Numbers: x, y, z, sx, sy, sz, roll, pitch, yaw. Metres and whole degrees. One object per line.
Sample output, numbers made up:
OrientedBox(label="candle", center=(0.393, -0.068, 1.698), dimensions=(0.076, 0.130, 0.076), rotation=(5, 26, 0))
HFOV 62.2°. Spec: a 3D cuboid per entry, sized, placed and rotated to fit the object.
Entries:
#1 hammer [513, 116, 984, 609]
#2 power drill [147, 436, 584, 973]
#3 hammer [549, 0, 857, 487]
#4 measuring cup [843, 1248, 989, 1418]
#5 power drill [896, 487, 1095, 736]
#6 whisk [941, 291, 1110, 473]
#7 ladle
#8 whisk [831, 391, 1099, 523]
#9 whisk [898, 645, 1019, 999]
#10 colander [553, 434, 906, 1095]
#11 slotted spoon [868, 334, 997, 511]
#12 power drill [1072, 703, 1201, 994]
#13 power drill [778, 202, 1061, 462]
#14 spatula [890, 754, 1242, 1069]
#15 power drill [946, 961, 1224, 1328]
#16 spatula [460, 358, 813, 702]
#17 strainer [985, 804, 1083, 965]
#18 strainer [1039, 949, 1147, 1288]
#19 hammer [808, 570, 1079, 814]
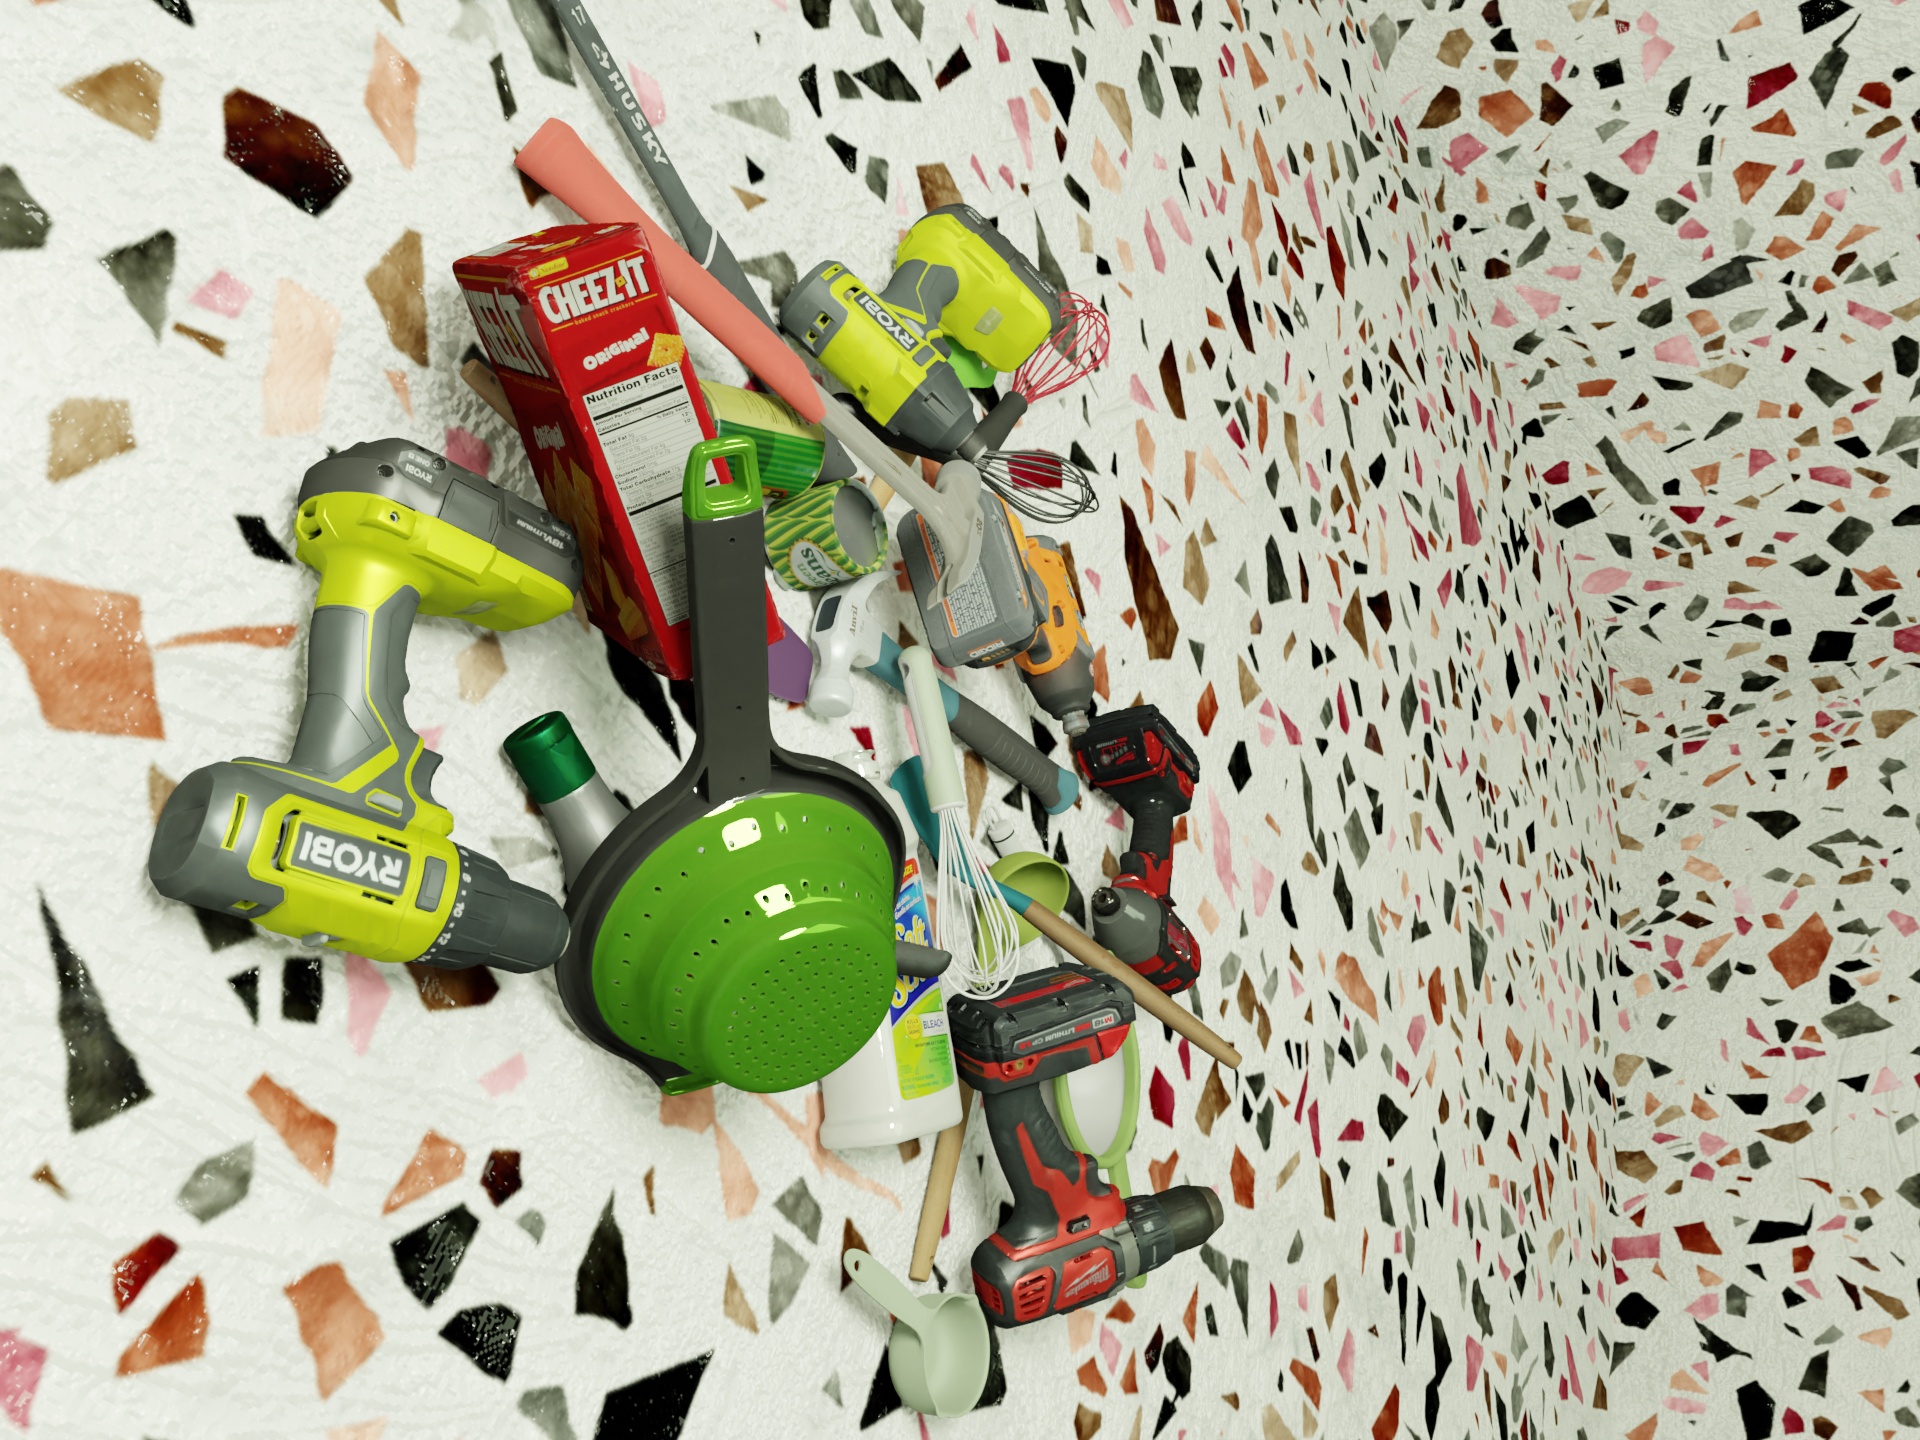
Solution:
OrientedBox(label="hammer", center=(-0.121, -0.220, 0.972), dimensions=(0.358, 0.036, 0.149), rotation=(41, 30, -21))
OrientedBox(label="power drill", center=(-0.254, 0.002, 0.755), dimensions=(0.190, 0.080, 0.229), rotation=(27, 60, -42))
OrientedBox(label="hammer", center=(-0.174, -0.326, 1.029), dimensions=(0.408, 0.036, 0.149), rotation=(60, 36, -28))
OrientedBox(label="measuring cup", center=(-0.039, 0.384, 1.019), dimensions=(0.167, 0.038, 0.083), rotation=(53, 41, -31))
OrientedBox(label="power drill", center=(0.042, -0.076, 1.195), dimensions=(0.226, 0.084, 0.164), rotation=(20, 51, -68))
OrientedBox(label="whisk", center=(0.054, -0.280, 1.350), dimensions=(0.073, 0.073, 0.296), rotation=(60, 44, -27))
OrientedBox(label="ladle", center=(0.017, 0.238, 1.134), dimensions=(0.078, 0.062, 0.320), rotation=(48, 46, -43))
OrientedBox(label="whisk", center=(0.005, -0.200, 1.197), dimensions=(0.238, 0.055, 0.055), rotation=(17, 64, -28))
OrientedBox(label="whisk", center=(-0.008, 0.066, 1.076), dimensions=(0.059, 0.058, 0.246), rotation=(-8, 77, -24))
OrientedBox(label="colander", center=(-0.097, 0.057, 0.792), dimensions=(0.204, 0.095, 0.396), rotation=(-16, 127, -26))
OrientedBox(label="slotted spoon", center=(-0.028, -0.229, 1.232), dimensions=(0.070, 0.031, 0.314), rotation=(50, 43, -25))
OrientedBox(label="power drill", center=(0.147, 0.105, 1.323), dimensions=(0.143, 0.078, 0.220), rotation=(44, 39, -46))
OrientedBox(label="power drill", center=(-0.016, -0.287, 1.180), dimensions=(0.171, 0.080, 0.223), rotation=(43, 40, -5))
OrientedBox(label="spatula", center=(0.074, 0.141, 1.131), dimensions=(0.317, 0.044, 0.082), rotation=(36, 18, 5))
OrientedBox(label="power drill", center=(0.087, 0.286, 1.090), dimensions=(0.188, 0.080, 0.226), rotation=(-12, 98, -24))
OrientedBox(label="spatula", center=(-0.183, -0.106, 0.962), dimensions=(0.315, 0.018, 0.060), rotation=(46, 41, -42))
OrientedBox(label="strainer", center=(0.080, 0.172, 1.267), dimensions=(0.087, 0.050, 0.258), rotation=(-45, 116, -36))
OrientedBox(label="strainer", center=(0.090, 0.313, 1.213), dimensions=(0.151, 0.069, 0.256), rotation=(-29, 109, -62))
OrientedBox(label="hammer", center=(-0.002, -0.004, 1.193), dimensions=(0.330, 0.033, 0.128), rotation=(37, 49, -48))
